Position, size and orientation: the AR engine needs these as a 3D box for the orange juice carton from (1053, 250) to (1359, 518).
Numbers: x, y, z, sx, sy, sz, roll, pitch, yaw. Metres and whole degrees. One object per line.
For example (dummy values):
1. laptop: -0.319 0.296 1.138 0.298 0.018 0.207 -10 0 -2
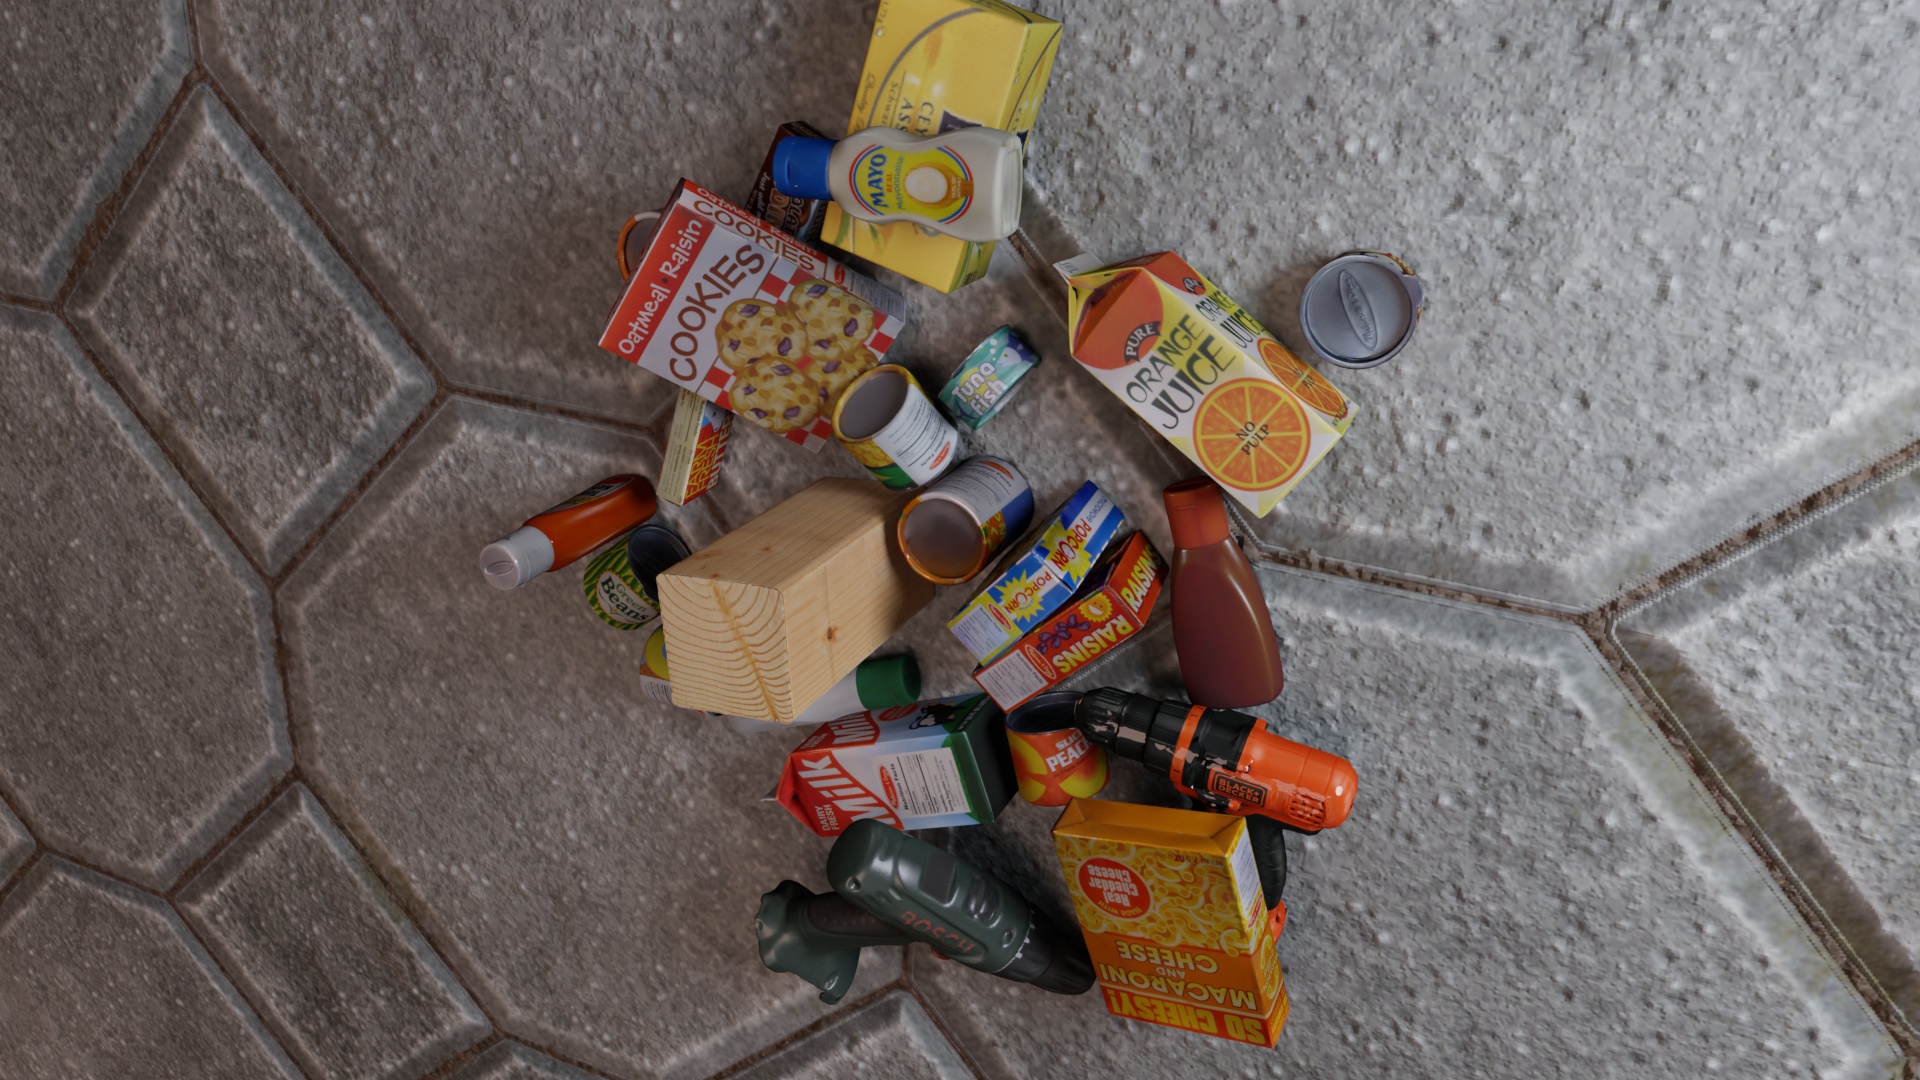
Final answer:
1. orange juice carton: 0.139 -0.109 0.839 0.193 0.072 0.072 42 120 5

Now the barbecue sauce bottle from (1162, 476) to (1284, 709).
1. barbecue sauce bottle: 0.164 0.034 0.897 0.065 0.044 0.148 -8 105 29

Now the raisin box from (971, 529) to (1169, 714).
1. raisin box: 0.074 0.053 0.921 0.123 0.086 0.040 -36 98 31

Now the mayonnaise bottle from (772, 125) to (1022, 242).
1. mayonnaise bottle: -0.038 -0.214 0.819 0.148 0.041 0.064 11 115 20

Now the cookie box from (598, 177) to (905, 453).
1. cookie box: -0.139 -0.147 0.931 0.167 0.040 0.122 26 123 -19

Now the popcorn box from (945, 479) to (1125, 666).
1. popcorn box: 0.051 0.019 0.895 0.038 0.127 0.085 47 121 -2

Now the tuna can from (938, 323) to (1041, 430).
1. tuna can: 0.019 -0.105 0.897 0.033 0.071 0.070 44 121 3

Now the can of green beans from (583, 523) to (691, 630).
1. can of green beans: -0.248 0.029 1.073 0.057 0.071 0.071 -31 94 31

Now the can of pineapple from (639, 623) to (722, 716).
1. can of pineapple: -0.207 0.098 1.082 0.058 0.071 0.070 9 113 22

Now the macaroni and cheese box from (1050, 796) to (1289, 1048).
1. macaroni and cheese box: 0.140 0.250 0.914 0.123 0.040 0.165 0 121 33

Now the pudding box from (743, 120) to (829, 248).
1. pudding box: -0.111 -0.232 0.933 0.050 0.030 0.083 36 120 8

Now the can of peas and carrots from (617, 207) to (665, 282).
1. can of peas and carrots: -0.196 -0.198 0.969 0.071 0.059 0.070 9 112 22

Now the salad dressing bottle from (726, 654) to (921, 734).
1. salad dressing bottle: -0.103 0.114 1.044 0.147 0.064 0.044 -11 88 19

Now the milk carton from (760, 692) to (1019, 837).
1. milk carton: -0.055 0.169 1.033 0.190 0.072 0.073 -11 104 27

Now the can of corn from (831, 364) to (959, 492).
1. can of corn: -0.046 -0.076 0.929 0.071 0.071 0.058 -15 141 29

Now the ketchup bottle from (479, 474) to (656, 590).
1. ketchup bottle: -0.292 -0.006 1.033 0.064 0.149 0.043 -12 105 28

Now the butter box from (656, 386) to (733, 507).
1. butter box: -0.190 -0.079 1.014 0.024 0.053 0.103 25 118 11

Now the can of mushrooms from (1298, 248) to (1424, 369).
1. can of mushrooms: 0.235 -0.136 0.806 0.071 0.033 0.070 9 112 22

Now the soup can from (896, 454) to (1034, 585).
1. soup can: 0.003 -0.012 0.931 0.071 0.084 0.071 9 113 22

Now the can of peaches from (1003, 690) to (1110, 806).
1. can of peaches: 0.069 0.145 0.968 0.071 0.071 0.058 -4 108 26
